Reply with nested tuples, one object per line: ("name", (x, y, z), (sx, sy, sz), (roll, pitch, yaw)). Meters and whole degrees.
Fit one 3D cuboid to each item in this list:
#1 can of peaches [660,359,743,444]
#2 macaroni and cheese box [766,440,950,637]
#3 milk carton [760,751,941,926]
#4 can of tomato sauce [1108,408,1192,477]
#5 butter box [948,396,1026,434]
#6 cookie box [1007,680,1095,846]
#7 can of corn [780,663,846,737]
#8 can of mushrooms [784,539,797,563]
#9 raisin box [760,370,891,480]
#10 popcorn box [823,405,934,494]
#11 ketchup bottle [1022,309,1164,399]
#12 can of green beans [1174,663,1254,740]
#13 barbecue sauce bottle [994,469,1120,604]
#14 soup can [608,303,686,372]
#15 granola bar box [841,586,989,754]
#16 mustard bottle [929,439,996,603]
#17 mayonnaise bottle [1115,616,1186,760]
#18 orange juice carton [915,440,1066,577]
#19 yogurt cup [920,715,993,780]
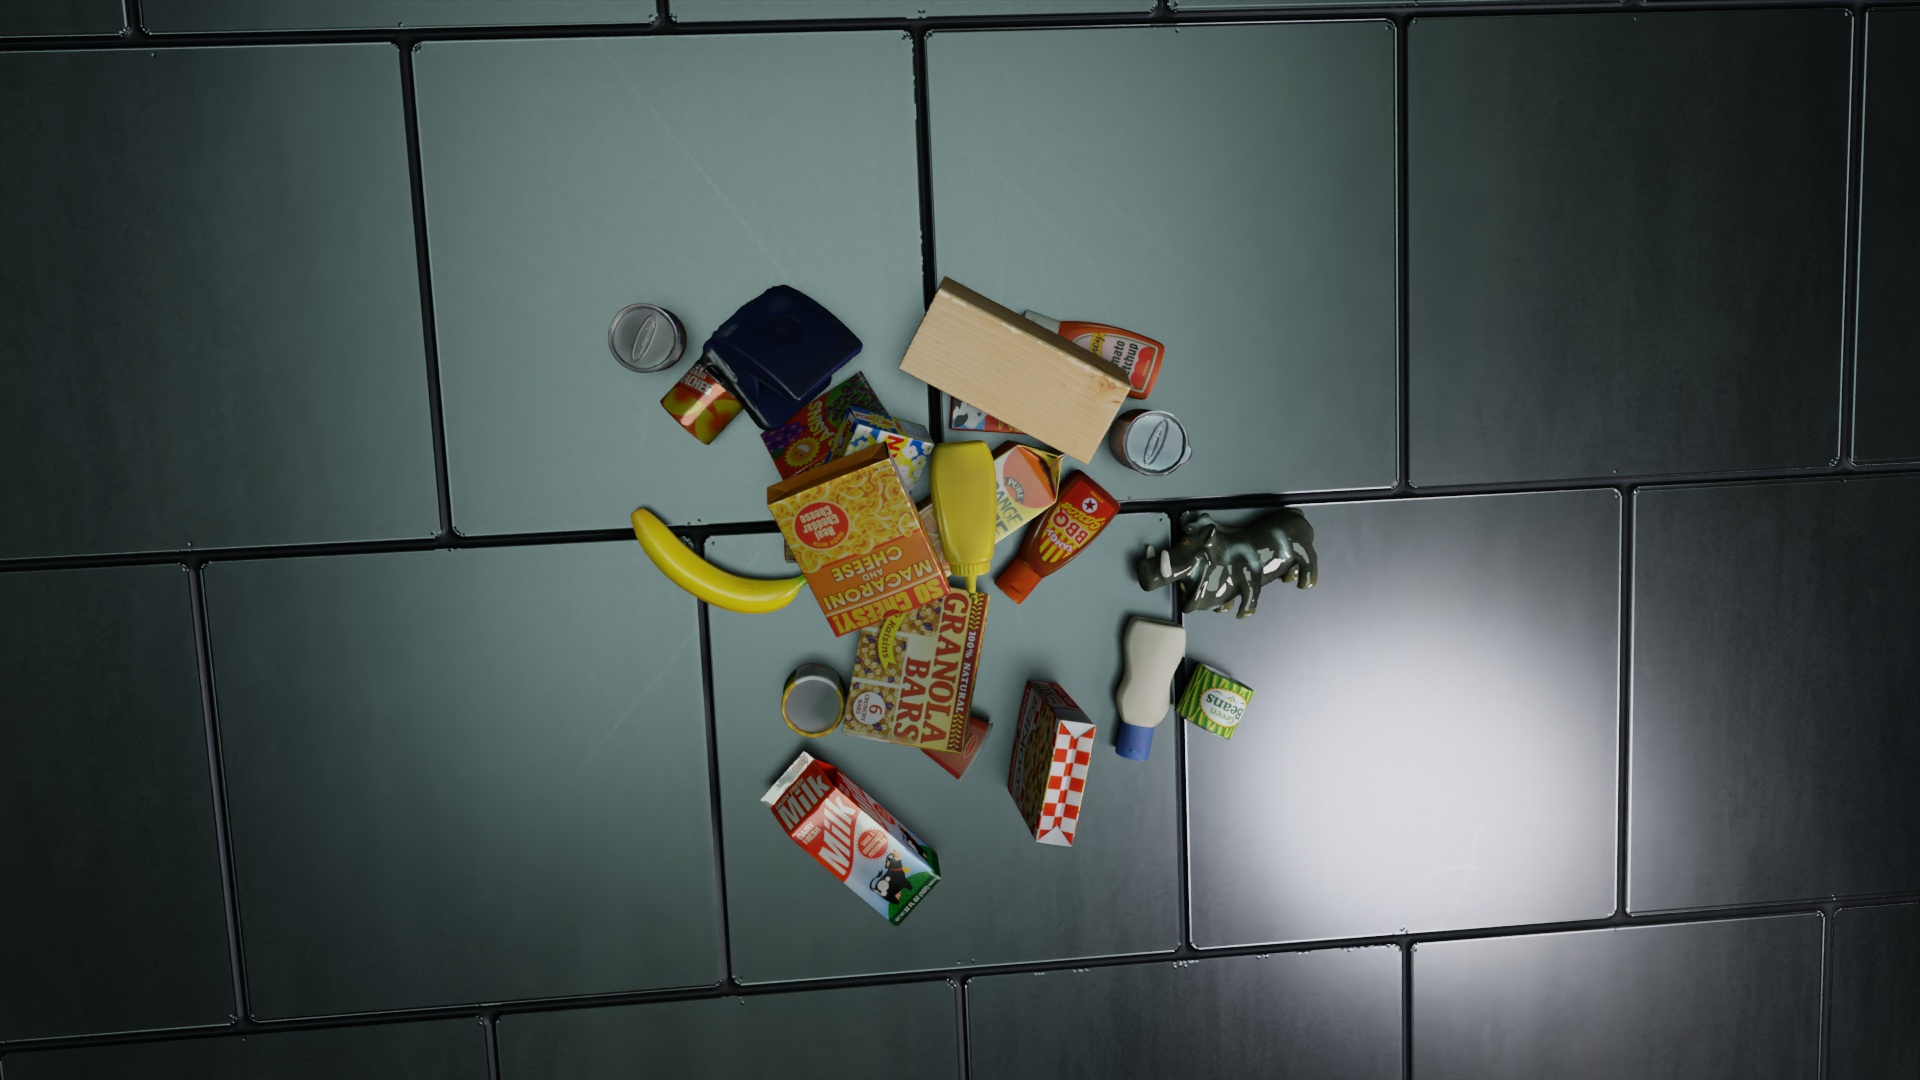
("can of peaches", (-0.257, -0.138, 1.383), (0.071, 0.071, 0.058), (43, 93, -8))
("macaroni and cheese box", (-0.096, 0.002, 1.332), (0.124, 0.040, 0.165), (-21, 120, 4))
("milk carton", (-0.114, 0.305, 1.445), (0.190, 0.073, 0.072), (41, 92, -8))
("can of tomato sauce", (0.193, -0.101, 1.420), (0.071, 0.083, 0.071), (-1, 97, -5))
("butter box", (0.041, -0.137, 1.432), (0.103, 0.024, 0.053), (4, 96, -5))
("cookie box", (0.088, 0.221, 1.406), (0.040, 0.167, 0.122), (10, 96, -9))
("can of corn", (-0.151, 0.167, 1.433), (0.071, 0.058, 0.071), (-1, 97, -5))
("can of mushrooms", (-0.160, -0.009, 1.406), (0.033, 0.071, 0.071), (3, 97, -4))
("raisin box", (-0.130, -0.104, 1.390), (0.123, 0.086, 0.040), (-32, 137, -1))
("popcorn box", (-0.091, -0.060, 1.353), (0.085, 0.038, 0.126), (13, 117, -28))
("ketchup bottle", (0.130, -0.196, 1.424), (0.149, 0.043, 0.064), (18, 96, -6))
("can of green beans", (0.268, 0.169, 1.466), (0.071, 0.071, 0.057), (26, 94, -7))
("barbecue sauce bottle", (0.096, 0.000, 1.443), (0.065, 0.044, 0.148), (41, 92, -12))
("soup can", (-0.304, -0.197, 1.365), (0.071, 0.084, 0.071), (-1, 97, -5))
("granola bar box", (-0.044, 0.126, 1.415), (0.124, 0.039, 0.166), (9, 79, 4))
("mustard bottle", (0.005, -0.017, 1.357), (0.065, 0.049, 0.160), (-4, 98, -4))
("mayonnaise bottle", (0.195, 0.157, 1.472), (0.065, 0.041, 0.148), (10, 97, -4))
("orange juice carton", (0.028, -0.041, 1.418), (0.193, 0.072, 0.073), (-35, 99, 0))
("yogurt cup", (-0.006, 0.209, 1.449), (0.054, 0.072, 0.072), (31, 93, 0))
